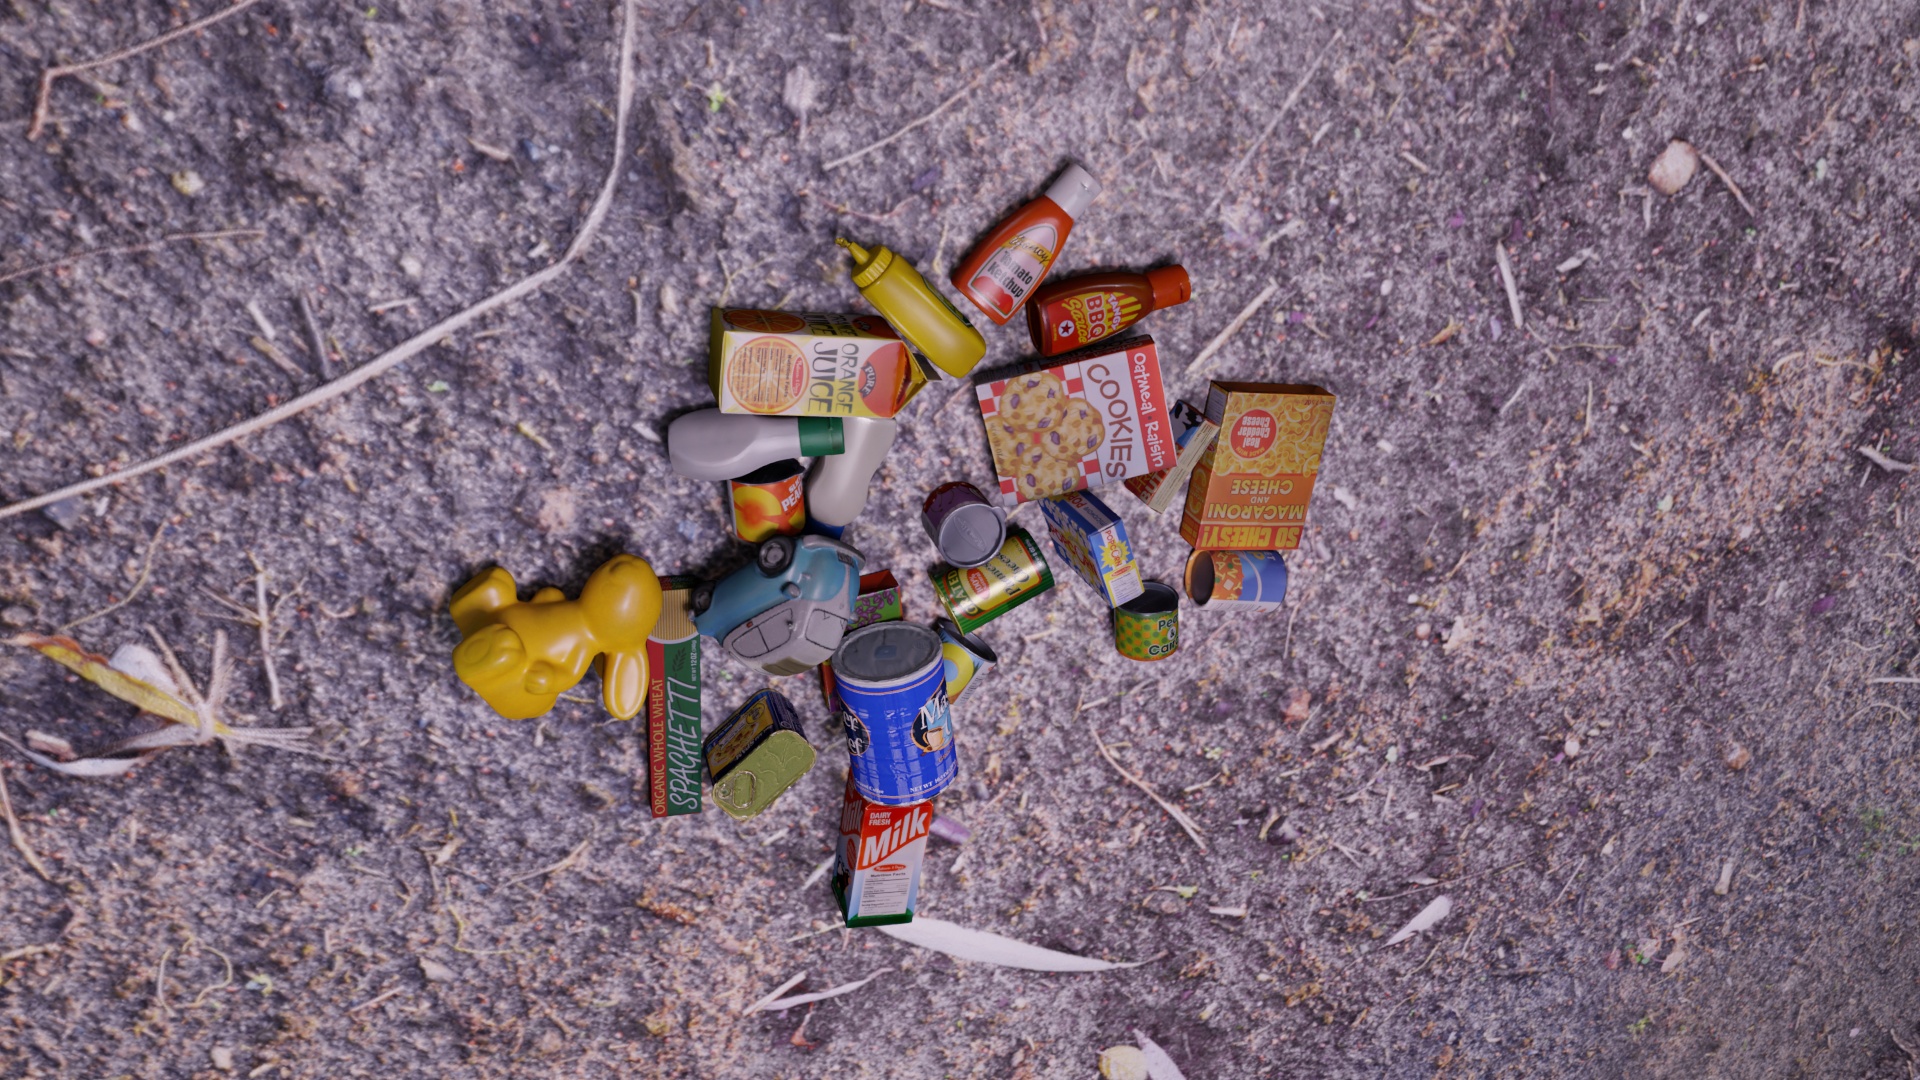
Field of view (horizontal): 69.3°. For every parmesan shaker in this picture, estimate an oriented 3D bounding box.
[{"bbox_3d":[0.030,0.037,1.335,0.103,0.071,0.071,-29,120,-5],"label":"parmesan shaker"}]

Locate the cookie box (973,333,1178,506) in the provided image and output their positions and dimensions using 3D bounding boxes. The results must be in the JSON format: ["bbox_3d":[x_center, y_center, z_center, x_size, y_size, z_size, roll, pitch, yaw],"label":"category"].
[{"bbox_3d":[0.107,-0.111,1.282,0.167,0.040,0.122,-13,113,2],"label":"cookie box"}]

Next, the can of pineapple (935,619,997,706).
[{"bbox_3d":[-0.008,0.119,1.360,0.071,0.071,0.057,30,102,-29],"label":"can of pineapple"}]

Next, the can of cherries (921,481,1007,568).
[{"bbox_3d":[0.005,-0.016,1.304,0.071,0.058,0.071,-7,116,-16],"label":"can of cherries"}]

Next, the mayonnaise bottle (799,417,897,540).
[{"bbox_3d":[-0.109,-0.053,1.256,0.065,0.041,0.147,15,110,-20],"label":"mayonnaise bottle"}]

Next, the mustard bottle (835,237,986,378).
[{"bbox_3d":[-0.046,-0.207,1.194,0.048,0.065,0.160,-44,116,9],"label":"mustard bottle"}]

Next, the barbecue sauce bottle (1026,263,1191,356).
[{"bbox_3d":[0.136,-0.216,1.264,0.149,0.044,0.064,-18,128,-12],"label":"barbecue sauce bottle"}]

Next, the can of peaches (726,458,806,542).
[{"bbox_3d":[-0.169,-0.037,1.225,0.071,0.071,0.057,-9,118,-15],"label":"can of peaches"}]

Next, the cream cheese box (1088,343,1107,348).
[{"bbox_3d":[0.139,-0.135,1.316,0.053,0.024,0.103,3,113,-19],"label":"cream cheese box"}]

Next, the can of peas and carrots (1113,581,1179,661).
[{"bbox_3d":[0.191,0.083,1.410,0.071,0.071,0.058,-12,118,-14],"label":"can of peas and carrots"}]

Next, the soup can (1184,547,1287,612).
[{"bbox_3d":[0.282,0.037,1.425,0.084,0.071,0.071,3,113,-20],"label":"soup can"}]

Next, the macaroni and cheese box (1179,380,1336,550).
[{"bbox_3d":[0.297,-0.074,1.391,0.124,0.040,0.165,0,113,-20],"label":"macaroni and cheese box"}]

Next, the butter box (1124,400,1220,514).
[{"bbox_3d":[0.204,-0.081,1.347,0.024,0.053,0.103,25,105,-30],"label":"butter box"}]

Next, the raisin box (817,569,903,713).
[{"bbox_3d":[-0.096,0.098,1.333,0.086,0.040,0.122,-13,118,-14],"label":"raisin box"}]

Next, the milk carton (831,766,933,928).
[{"bbox_3d":[-0.078,0.294,1.414,0.073,0.072,0.189,1,115,-20],"label":"milk carton"}]

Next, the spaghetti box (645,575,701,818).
[{"bbox_3d":[-0.269,0.151,1.302,0.050,0.029,0.248,-4,115,-17],"label":"spaghetti box"}]

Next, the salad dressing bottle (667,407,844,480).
[{"bbox_3d":[-0.174,-0.086,1.194,0.148,0.064,0.043,-5,153,-3],"label":"salad dressing bottle"}]

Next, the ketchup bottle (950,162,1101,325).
[{"bbox_3d":[0.061,-0.263,1.216,0.064,0.044,0.148,38,97,-28],"label":"ketchup bottle"}]

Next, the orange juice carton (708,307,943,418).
[{"bbox_3d":[-0.114,-0.151,1.190,0.193,0.072,0.072,0,114,-19],"label":"orange juice carton"}]

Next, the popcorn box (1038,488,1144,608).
[{"bbox_3d":[0.121,-0.002,1.313,0.038,0.127,0.085,-27,121,-9],"label":"popcorn box"}]
